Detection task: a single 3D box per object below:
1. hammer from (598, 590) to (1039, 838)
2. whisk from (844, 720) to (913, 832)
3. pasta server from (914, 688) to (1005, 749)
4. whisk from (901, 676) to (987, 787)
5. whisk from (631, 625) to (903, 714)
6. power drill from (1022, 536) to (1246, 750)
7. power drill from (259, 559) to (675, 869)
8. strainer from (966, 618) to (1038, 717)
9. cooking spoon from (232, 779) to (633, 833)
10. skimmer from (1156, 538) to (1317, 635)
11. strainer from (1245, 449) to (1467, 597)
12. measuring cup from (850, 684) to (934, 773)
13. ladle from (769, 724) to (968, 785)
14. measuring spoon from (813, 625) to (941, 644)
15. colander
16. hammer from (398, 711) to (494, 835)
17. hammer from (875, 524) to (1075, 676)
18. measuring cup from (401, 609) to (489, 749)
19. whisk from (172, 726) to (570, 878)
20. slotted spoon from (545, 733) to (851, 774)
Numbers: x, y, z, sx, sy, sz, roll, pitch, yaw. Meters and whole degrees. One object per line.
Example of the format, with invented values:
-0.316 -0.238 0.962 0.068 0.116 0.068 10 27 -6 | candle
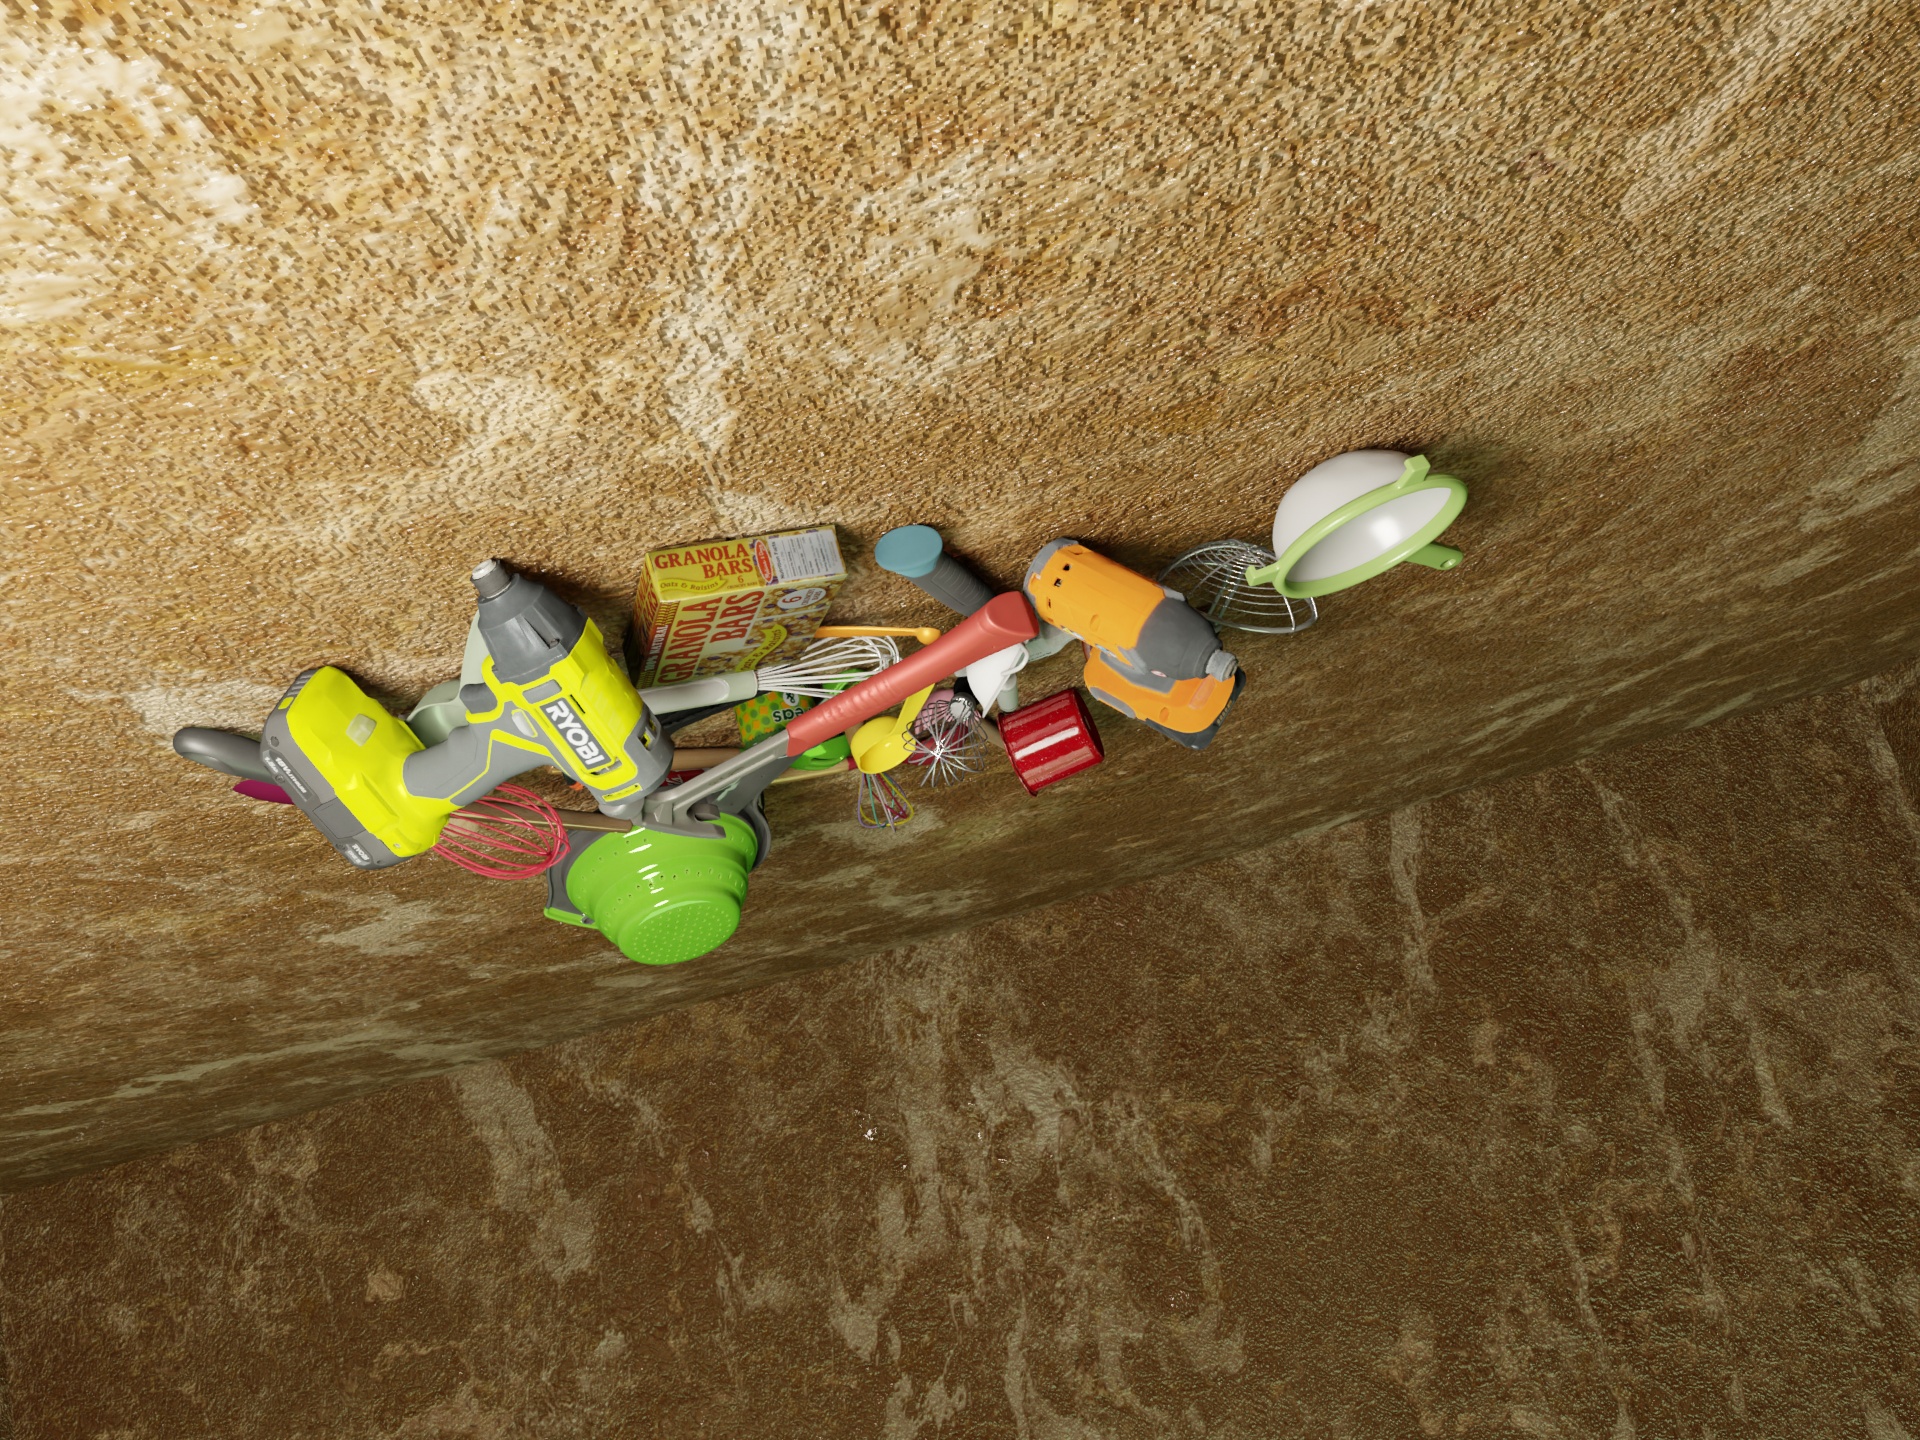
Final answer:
-0.096 0.001 1.204 0.359 0.037 0.149 -27 159 21 | hammer
-0.082 0.048 1.531 0.047 0.051 0.244 23 157 18 | whisk
0.016 0.009 1.575 0.060 0.040 0.316 -14 168 12 | pasta server
-0.003 -0.003 1.307 0.070 0.070 0.285 -18 -170 9 | whisk
-0.150 -0.030 1.187 0.246 0.057 0.059 -11 -160 -32 | whisk
0.150 -0.050 1.210 0.084 0.164 0.226 -58 156 -4 | power drill
-0.314 -0.001 0.996 0.223 0.080 0.171 -19 122 19 | power drill
0.033 -0.034 1.283 0.050 0.087 0.258 28 173 7 | strainer
-0.401 0.069 1.249 0.318 0.017 0.069 9 159 -39 | cooking spoon
0.217 -0.073 1.368 0.127 0.090 0.363 12 168 3 | skimmer
0.316 -0.155 1.201 0.151 0.069 0.256 -35 159 31 | strainer
-0.053 -0.013 1.403 0.062 0.029 0.156 -7 141 -37 | measuring cup
-0.138 0.046 1.578 0.315 0.031 0.069 -9 163 -17 | ladle
-0.072 -0.062 1.187 0.117 0.011 0.021 1 167 10 | measuring spoon
-0.204 0.105 1.393 0.397 0.095 0.204 -41 142 24 | colander
-0.383 0.042 1.258 0.130 0.031 0.331 1 163 -23 | hammer
0.015 -0.090 1.202 0.128 0.033 0.330 -21 165 15 | hammer
-0.317 -0.025 1.049 0.083 0.038 0.167 21 128 -7 | measuring cup
-0.412 0.055 1.141 0.295 0.073 0.073 23 143 -38 | whisk
-0.225 0.035 1.437 0.313 0.031 0.070 -2 162 -38 | slotted spoon
